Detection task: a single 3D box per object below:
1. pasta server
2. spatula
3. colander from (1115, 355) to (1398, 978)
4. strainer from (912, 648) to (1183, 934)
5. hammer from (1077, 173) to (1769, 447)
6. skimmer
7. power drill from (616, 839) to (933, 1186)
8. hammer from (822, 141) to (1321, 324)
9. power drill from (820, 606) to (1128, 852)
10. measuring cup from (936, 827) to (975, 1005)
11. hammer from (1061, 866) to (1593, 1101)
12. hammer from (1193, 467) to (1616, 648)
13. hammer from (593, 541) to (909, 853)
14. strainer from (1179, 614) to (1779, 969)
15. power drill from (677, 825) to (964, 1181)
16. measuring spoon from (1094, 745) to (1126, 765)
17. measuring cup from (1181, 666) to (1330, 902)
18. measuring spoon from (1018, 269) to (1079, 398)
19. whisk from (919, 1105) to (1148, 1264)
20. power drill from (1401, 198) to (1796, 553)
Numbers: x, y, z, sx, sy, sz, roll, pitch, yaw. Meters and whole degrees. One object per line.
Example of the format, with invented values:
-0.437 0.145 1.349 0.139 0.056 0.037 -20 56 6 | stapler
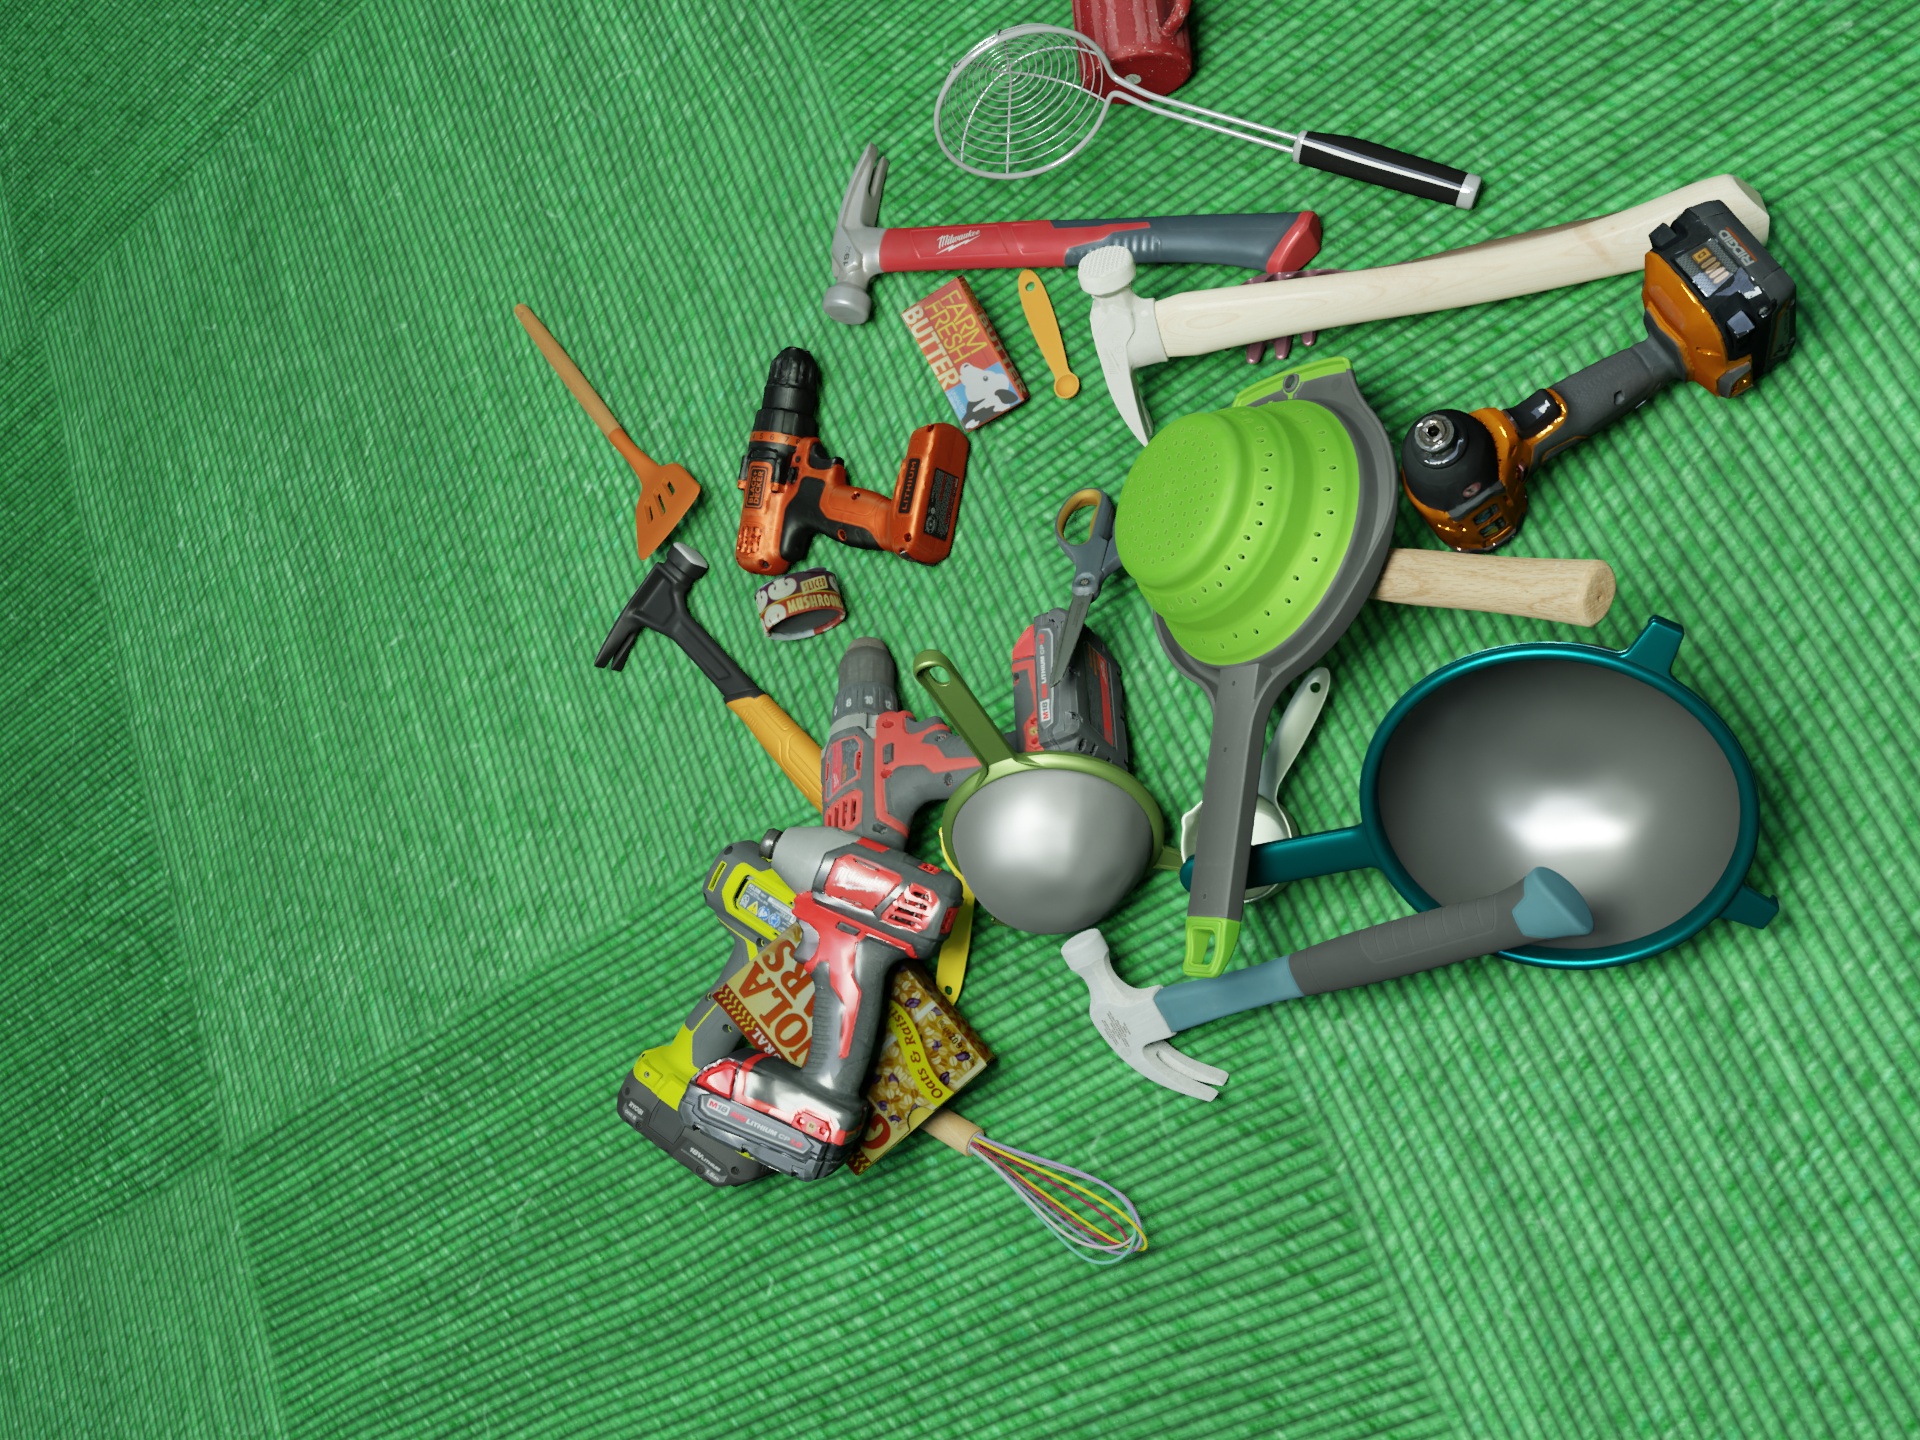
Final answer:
0.322 -0.294 1.033 0.316 0.060 0.040 -7 42 26 | pasta server
-0.316 -0.266 1.381 0.081 0.041 0.323 -47 63 16 | spatula
0.150 -0.047 0.972 0.204 0.094 0.397 -8 68 56 | colander
0.036 0.061 1.022 0.151 0.256 0.069 -19 40 21 | strainer
0.290 -0.270 1.023 0.410 0.146 0.038 -6 44 19 | hammer
0.162 -0.384 1.076 0.363 0.127 0.090 22 66 15 | skimmer
-0.141 0.228 1.194 0.191 0.080 0.228 30 95 20 | power drill
0.076 -0.367 1.176 0.386 0.038 0.143 7 80 28 | hammer
-0.002 -0.004 1.138 0.226 0.080 0.188 -19 52 25 | power drill
0.008 0.135 1.159 0.062 0.029 0.156 16 101 28 | measuring cup
0.219 0.152 0.975 0.331 0.033 0.128 -24 97 37 | hammer
0.247 -0.087 0.965 0.331 0.031 0.130 17 90 58 | hammer
-0.161 0.004 1.261 0.337 0.034 0.127 44 104 26 | hammer
0.295 0.048 0.959 0.340 0.095 0.211 -16 110 34 | strainer
-0.100 0.182 1.072 0.143 0.078 0.219 22 89 11 | power drill
0.067 0.062 1.115 0.034 0.018 0.124 44 88 13 | measuring spoon
0.207 0.043 1.050 0.083 0.038 0.167 28 95 29 | measuring cup
0.066 -0.289 1.191 0.021 0.011 0.117 -25 68 19 | measuring spoon
0.027 0.309 1.113 0.245 0.047 0.051 22 82 34 | whisk
0.360 -0.193 0.926 0.226 0.164 0.084 -36 67 18 | power drill
